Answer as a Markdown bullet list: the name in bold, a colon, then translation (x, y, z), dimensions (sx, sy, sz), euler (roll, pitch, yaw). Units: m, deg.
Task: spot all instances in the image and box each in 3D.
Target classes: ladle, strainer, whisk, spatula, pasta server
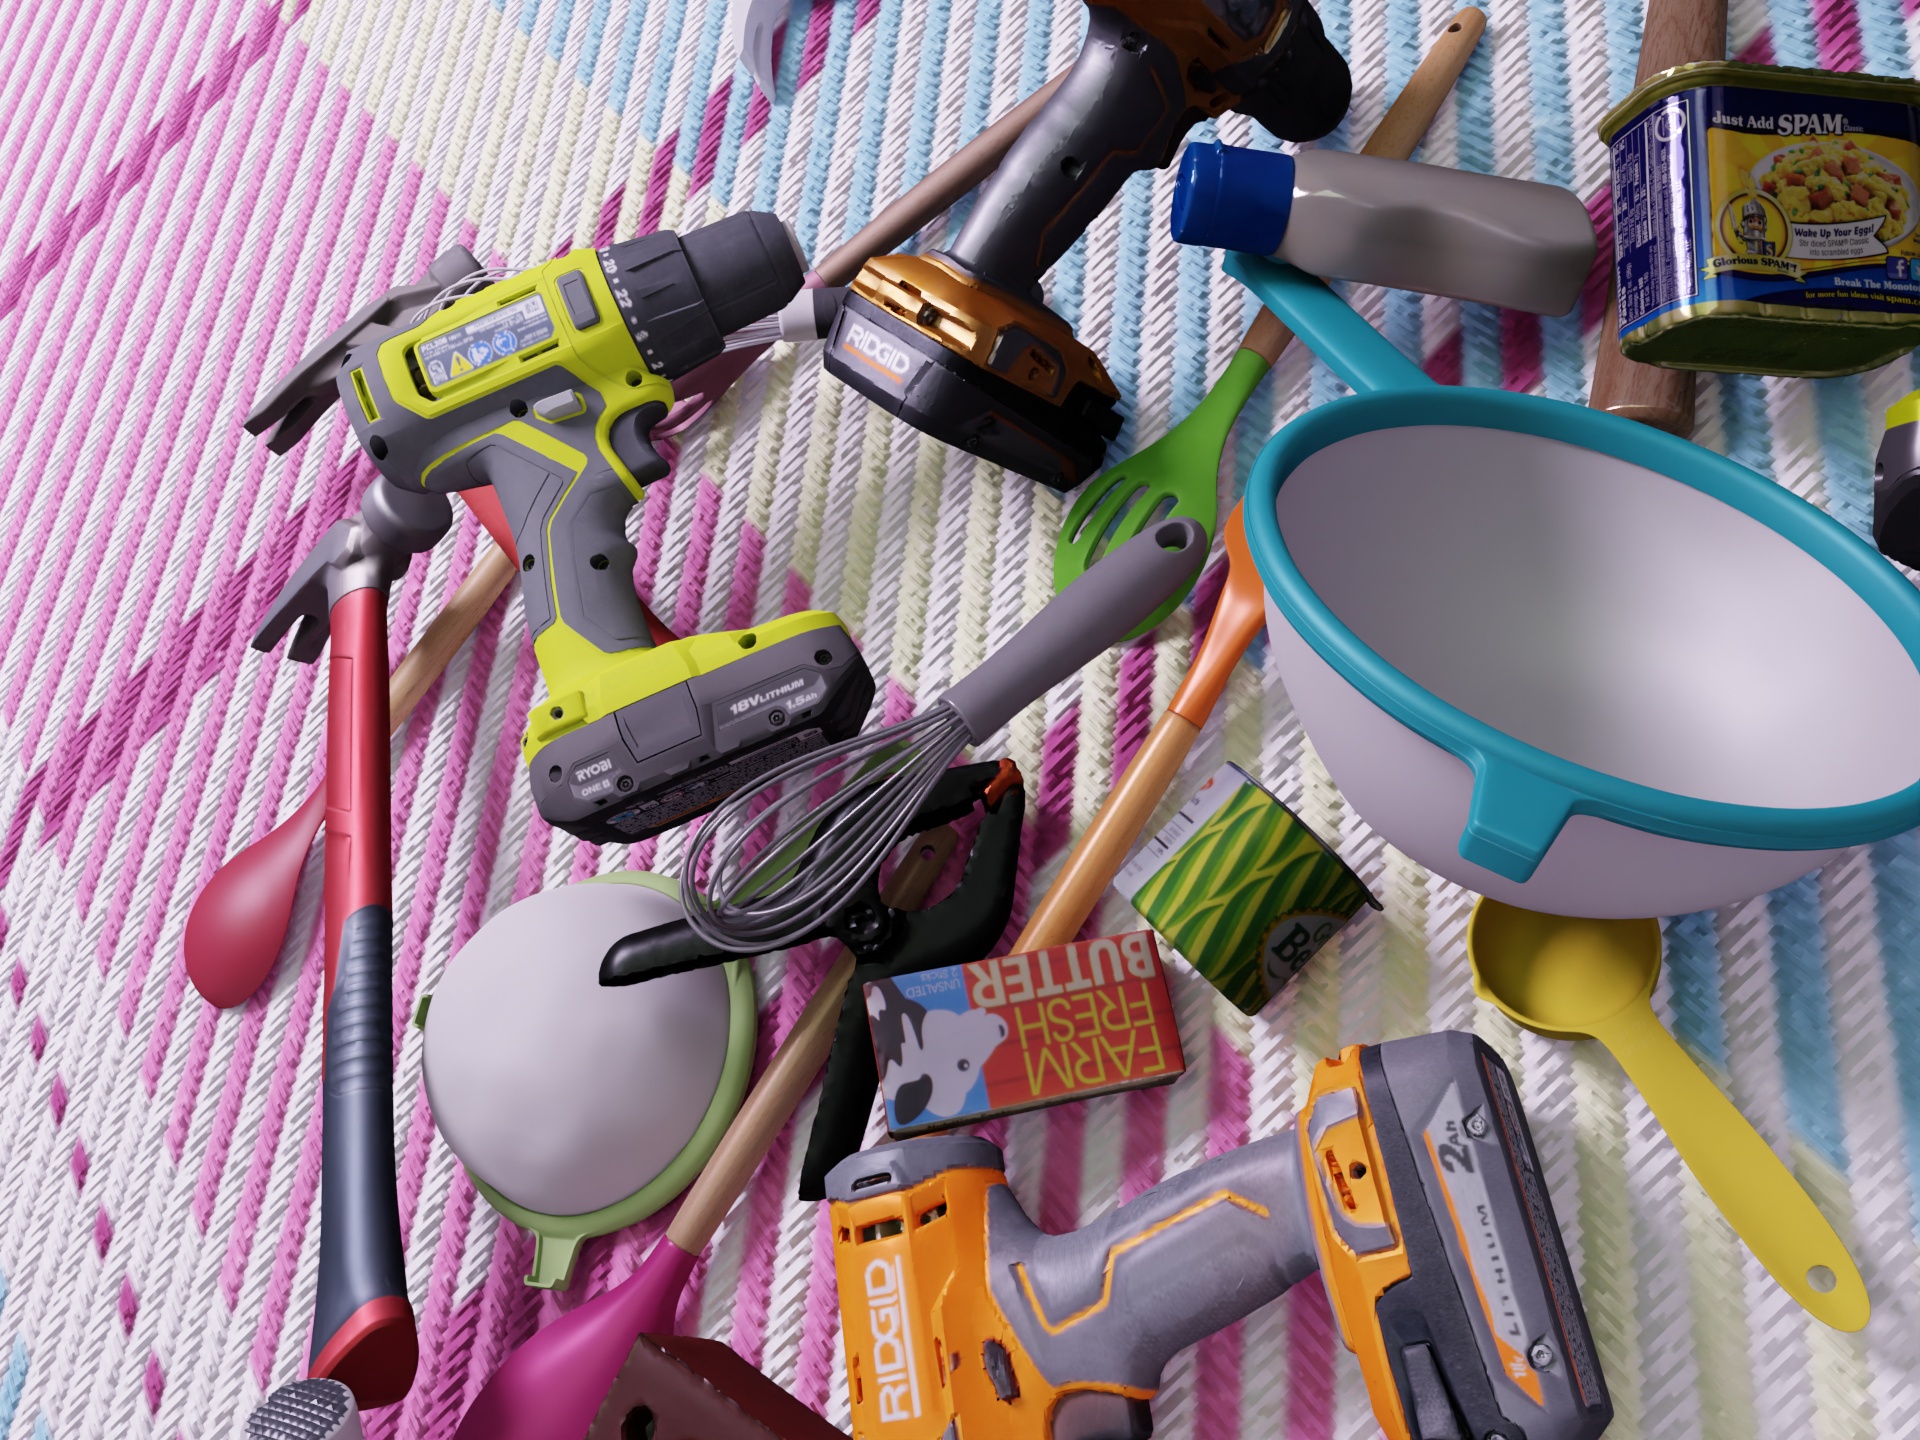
- **ladle**: translation (-0.279, -0.001, 0.774), dimensions (0.069, 0.031, 0.315), euler (29, 80, 36)
- **strainer**: translation (0.159, -0.051, 0.529), dimensions (0.211, 0.095, 0.341), euler (-5, 41, -19)
- **whisk**: translation (-0.001, -0.002, 0.572), dimensions (0.239, 0.055, 0.055), euler (-38, 54, -14)
- **spatula**: translation (0.073, 0.024, 0.590), dimensions (0.081, 0.041, 0.322), euler (31, 87, 32)
- **strainer**: translation (-0.121, 0.089, 0.625), dimensions (0.256, 0.069, 0.152), euler (-42, 56, 5)
- **pasta server**: translation (-0.048, -0.231, 0.759), dimensions (0.316, 0.060, 0.040), euler (-38, 75, 2)
- **whisk**: translation (-0.104, -0.177, 0.709), dimensions (0.284, 0.070, 0.070), euler (-5, 63, 0)

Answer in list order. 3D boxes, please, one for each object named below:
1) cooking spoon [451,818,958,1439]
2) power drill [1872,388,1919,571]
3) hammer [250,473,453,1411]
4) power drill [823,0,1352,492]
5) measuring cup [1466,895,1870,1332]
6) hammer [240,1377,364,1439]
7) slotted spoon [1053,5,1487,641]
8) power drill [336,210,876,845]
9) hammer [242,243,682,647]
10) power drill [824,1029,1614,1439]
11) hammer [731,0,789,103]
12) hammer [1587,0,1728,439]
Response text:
- **cooking spoon**: translation (-0.090, 0.173, 0.593), dimensions (0.069, 0.017, 0.319), euler (31, 79, 7)
- **power drill**: translation (0.304, -0.157, 0.440), dimensions (0.080, 0.171, 0.223), euler (1, 91, 39)
- **hammer**: translation (-0.257, 0.083, 0.659), dimensions (0.143, 0.038, 0.387), euler (-36, 52, 34)
- **power drill**: translation (0.063, -0.209, 0.636), dimensions (0.084, 0.185, 0.226), euler (39, 107, 34)
- **measuring cup**: translation (0.212, 0.110, 0.477), dimensions (0.062, 0.029, 0.157), euler (-35, 59, 8)
- **hammer**: translation (-0.040, 0.313, 0.474), dimensions (0.409, 0.036, 0.149), euler (7, 113, 21)
- **slotted spoon**: translation (0.131, -0.168, 0.648), dimensions (0.070, 0.031, 0.314), euler (27, 79, 38)
- **power drill**: translation (-0.121, -0.084, 0.631), dimensions (0.190, 0.080, 0.229), euler (-24, 77, -1)
- **hammer**: translation (-0.214, -0.090, 0.756), dimensions (0.149, 0.036, 0.359), euler (-41, 60, -2)
- **power drill**: translation (0.067, 0.193, 0.480), dimensions (0.226, 0.084, 0.164), euler (-20, 61, 21)
- **hammer**: translation (0.060, -0.392, 0.781), dimensions (0.405, 0.035, 0.144), euler (4, 69, 28)
- **hammer**: translation (0.279, -0.253, 0.610), dimensions (0.130, 0.031, 0.331), euler (4, 69, 28)
